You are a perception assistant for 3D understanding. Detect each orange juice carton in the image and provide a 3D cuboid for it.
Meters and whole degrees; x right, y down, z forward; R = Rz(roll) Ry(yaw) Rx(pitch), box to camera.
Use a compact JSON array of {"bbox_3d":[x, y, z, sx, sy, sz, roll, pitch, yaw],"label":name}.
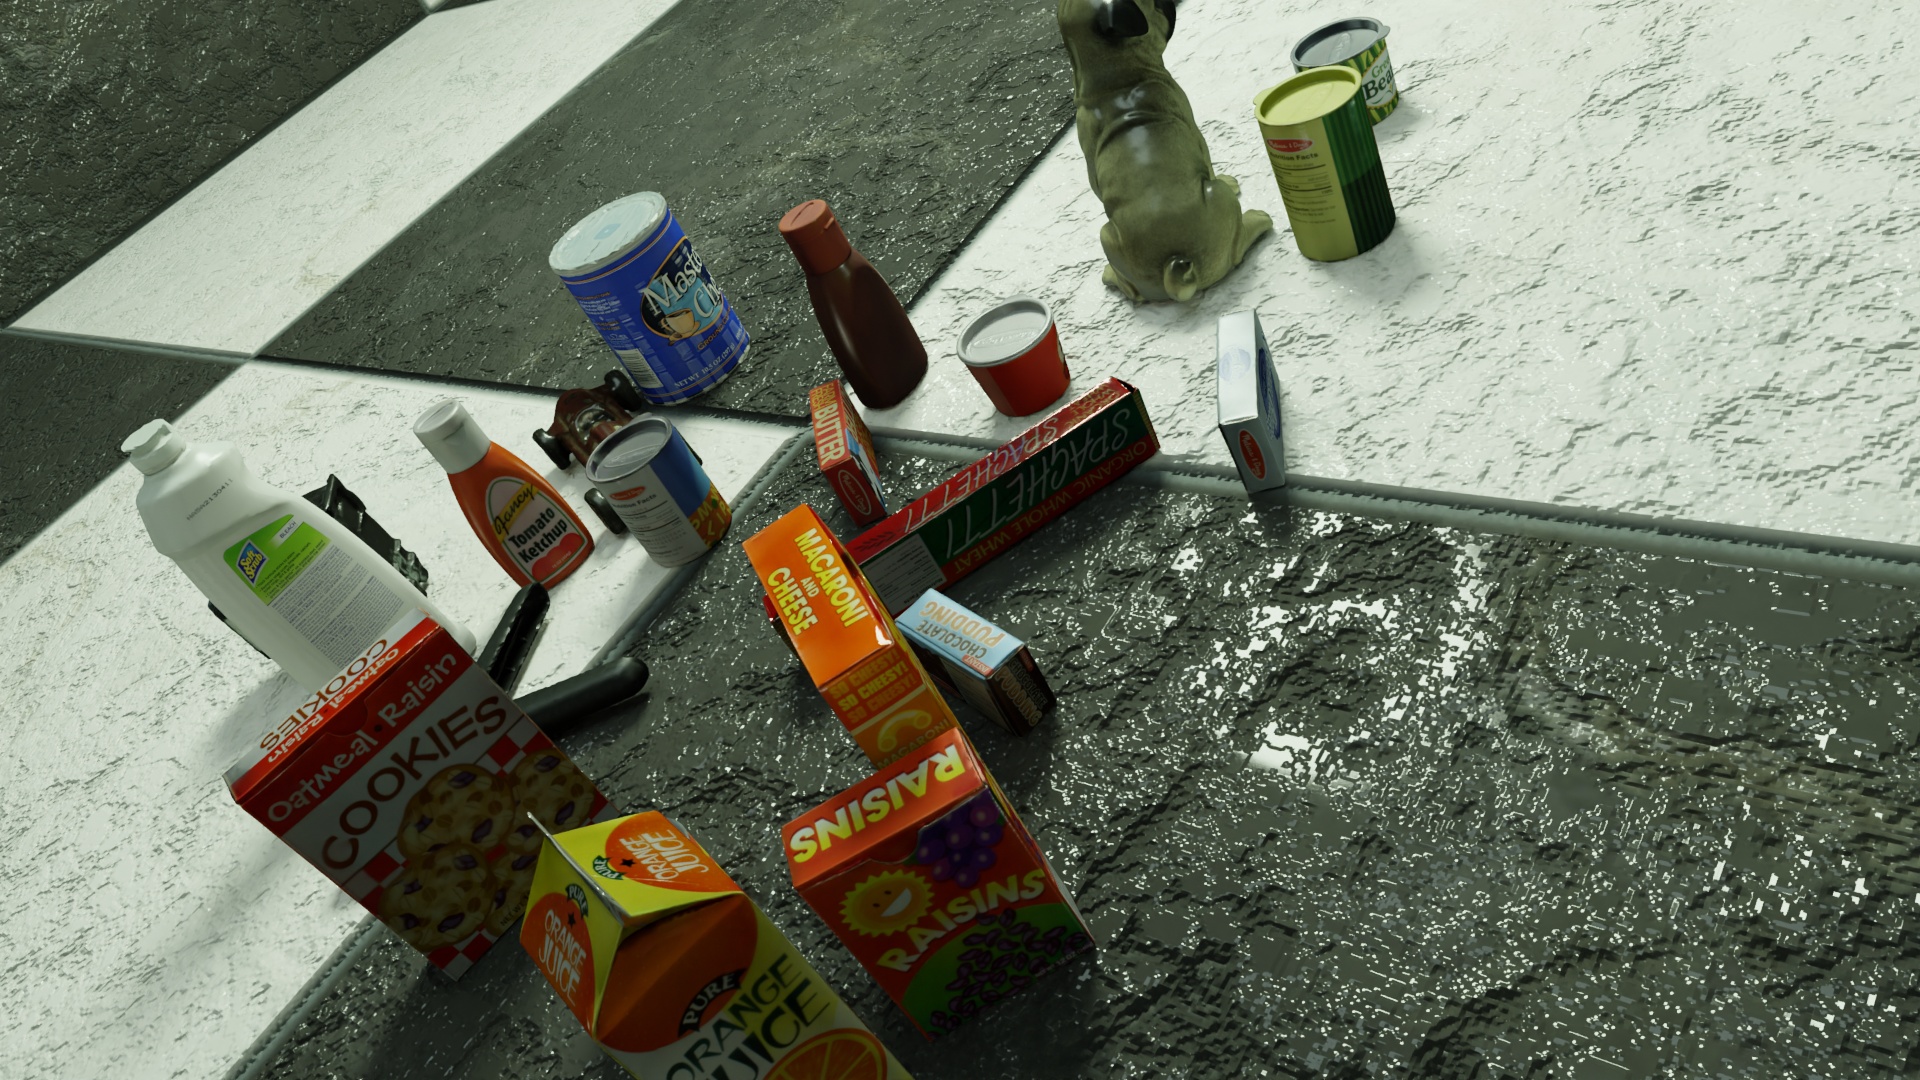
[{"bbox_3d":[-0.102,0.176,0.547,0.073,0.192,0.072,-44,39,-18],"label":"orange juice carton"}]

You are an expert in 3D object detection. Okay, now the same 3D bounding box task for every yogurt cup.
[{"bbox_3d":[0.038,-0.119,0.914,0.072,0.053,0.073,-18,38,15],"label":"yogurt cup"}]

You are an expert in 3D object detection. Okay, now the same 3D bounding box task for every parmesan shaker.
[{"bbox_3d":[0.232,-0.239,0.885,0.071,0.102,0.072,-18,38,15],"label":"parmesan shaker"}]

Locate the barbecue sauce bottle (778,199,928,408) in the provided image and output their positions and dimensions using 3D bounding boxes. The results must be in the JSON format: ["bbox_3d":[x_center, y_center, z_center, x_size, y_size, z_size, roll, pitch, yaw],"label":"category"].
[{"bbox_3d":[-0.075,-0.165,0.965,0.043,0.148,0.065,3,48,36],"label":"barbecue sauce bottle"}]

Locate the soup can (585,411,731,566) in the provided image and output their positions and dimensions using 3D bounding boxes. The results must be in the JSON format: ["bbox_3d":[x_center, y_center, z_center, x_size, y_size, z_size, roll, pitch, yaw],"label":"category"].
[{"bbox_3d":[-0.205,-0.035,0.954,0.071,0.083,0.072,-18,38,15],"label":"soup can"}]

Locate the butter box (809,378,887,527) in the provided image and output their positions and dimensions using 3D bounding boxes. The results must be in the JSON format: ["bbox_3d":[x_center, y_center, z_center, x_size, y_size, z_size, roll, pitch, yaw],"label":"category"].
[{"bbox_3d":[-0.075,-0.060,0.922,0.024,0.053,0.104,-25,37,7],"label":"butter box"}]

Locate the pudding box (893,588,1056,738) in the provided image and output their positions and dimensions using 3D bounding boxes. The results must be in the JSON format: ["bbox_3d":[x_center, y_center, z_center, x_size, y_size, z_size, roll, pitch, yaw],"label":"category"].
[{"bbox_3d":[0.007,0.063,0.726,0.030,0.049,0.084,-43,39,-17],"label":"pudding box"}]

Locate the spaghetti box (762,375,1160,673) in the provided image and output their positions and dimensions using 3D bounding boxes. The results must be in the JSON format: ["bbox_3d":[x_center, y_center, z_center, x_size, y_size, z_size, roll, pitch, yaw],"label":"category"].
[{"bbox_3d":[0.003,-0.010,0.814,0.250,0.050,0.029,-33,37,-4],"label":"spaghetti box"}]

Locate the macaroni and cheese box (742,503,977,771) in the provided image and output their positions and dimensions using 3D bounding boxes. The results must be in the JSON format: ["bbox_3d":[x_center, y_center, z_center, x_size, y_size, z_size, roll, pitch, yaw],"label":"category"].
[{"bbox_3d":[-0.029,0.076,0.638,0.040,0.165,0.124,-33,37,-4],"label":"macaroni and cheese box"}]

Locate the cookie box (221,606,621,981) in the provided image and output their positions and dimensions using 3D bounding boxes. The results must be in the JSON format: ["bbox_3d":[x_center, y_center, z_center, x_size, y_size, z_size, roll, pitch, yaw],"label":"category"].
[{"bbox_3d":[-0.276,0.135,0.732,0.123,0.166,0.040,-46,39,-21],"label":"cookie box"}]

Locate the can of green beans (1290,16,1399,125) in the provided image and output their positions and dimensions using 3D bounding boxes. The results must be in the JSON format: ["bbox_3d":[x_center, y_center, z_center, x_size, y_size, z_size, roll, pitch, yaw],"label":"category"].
[{"bbox_3d":[0.278,-0.335,1.005,0.071,0.057,0.071,-18,38,15],"label":"can of green beans"}]

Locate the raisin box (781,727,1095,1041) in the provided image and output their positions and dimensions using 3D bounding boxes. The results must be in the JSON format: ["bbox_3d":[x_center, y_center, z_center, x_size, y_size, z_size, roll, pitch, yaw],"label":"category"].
[{"bbox_3d":[-0.007,0.146,0.578,0.086,0.123,0.040,-29,37,1],"label":"raisin box"}]

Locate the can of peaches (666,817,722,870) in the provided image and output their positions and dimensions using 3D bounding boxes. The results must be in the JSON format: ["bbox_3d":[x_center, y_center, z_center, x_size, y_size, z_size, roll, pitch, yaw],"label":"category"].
[{"bbox_3d":[-0.145,0.181,0.683,0.071,0.058,0.071,-18,38,15],"label":"can of peaches"}]

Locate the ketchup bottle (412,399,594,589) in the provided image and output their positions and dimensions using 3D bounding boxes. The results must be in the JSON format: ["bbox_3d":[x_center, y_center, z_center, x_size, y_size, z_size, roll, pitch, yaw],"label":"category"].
[{"bbox_3d":[-0.323,-0.033,0.975,0.065,0.148,0.043,-45,39,-19],"label":"ketchup bottle"}]

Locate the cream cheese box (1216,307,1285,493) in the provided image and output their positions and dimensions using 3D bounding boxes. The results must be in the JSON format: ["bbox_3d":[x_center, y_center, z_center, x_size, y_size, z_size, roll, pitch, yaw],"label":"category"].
[{"bbox_3d":[0.164,-0.080,0.786,0.024,0.053,0.104,-13,40,21],"label":"cream cheese box"}]
